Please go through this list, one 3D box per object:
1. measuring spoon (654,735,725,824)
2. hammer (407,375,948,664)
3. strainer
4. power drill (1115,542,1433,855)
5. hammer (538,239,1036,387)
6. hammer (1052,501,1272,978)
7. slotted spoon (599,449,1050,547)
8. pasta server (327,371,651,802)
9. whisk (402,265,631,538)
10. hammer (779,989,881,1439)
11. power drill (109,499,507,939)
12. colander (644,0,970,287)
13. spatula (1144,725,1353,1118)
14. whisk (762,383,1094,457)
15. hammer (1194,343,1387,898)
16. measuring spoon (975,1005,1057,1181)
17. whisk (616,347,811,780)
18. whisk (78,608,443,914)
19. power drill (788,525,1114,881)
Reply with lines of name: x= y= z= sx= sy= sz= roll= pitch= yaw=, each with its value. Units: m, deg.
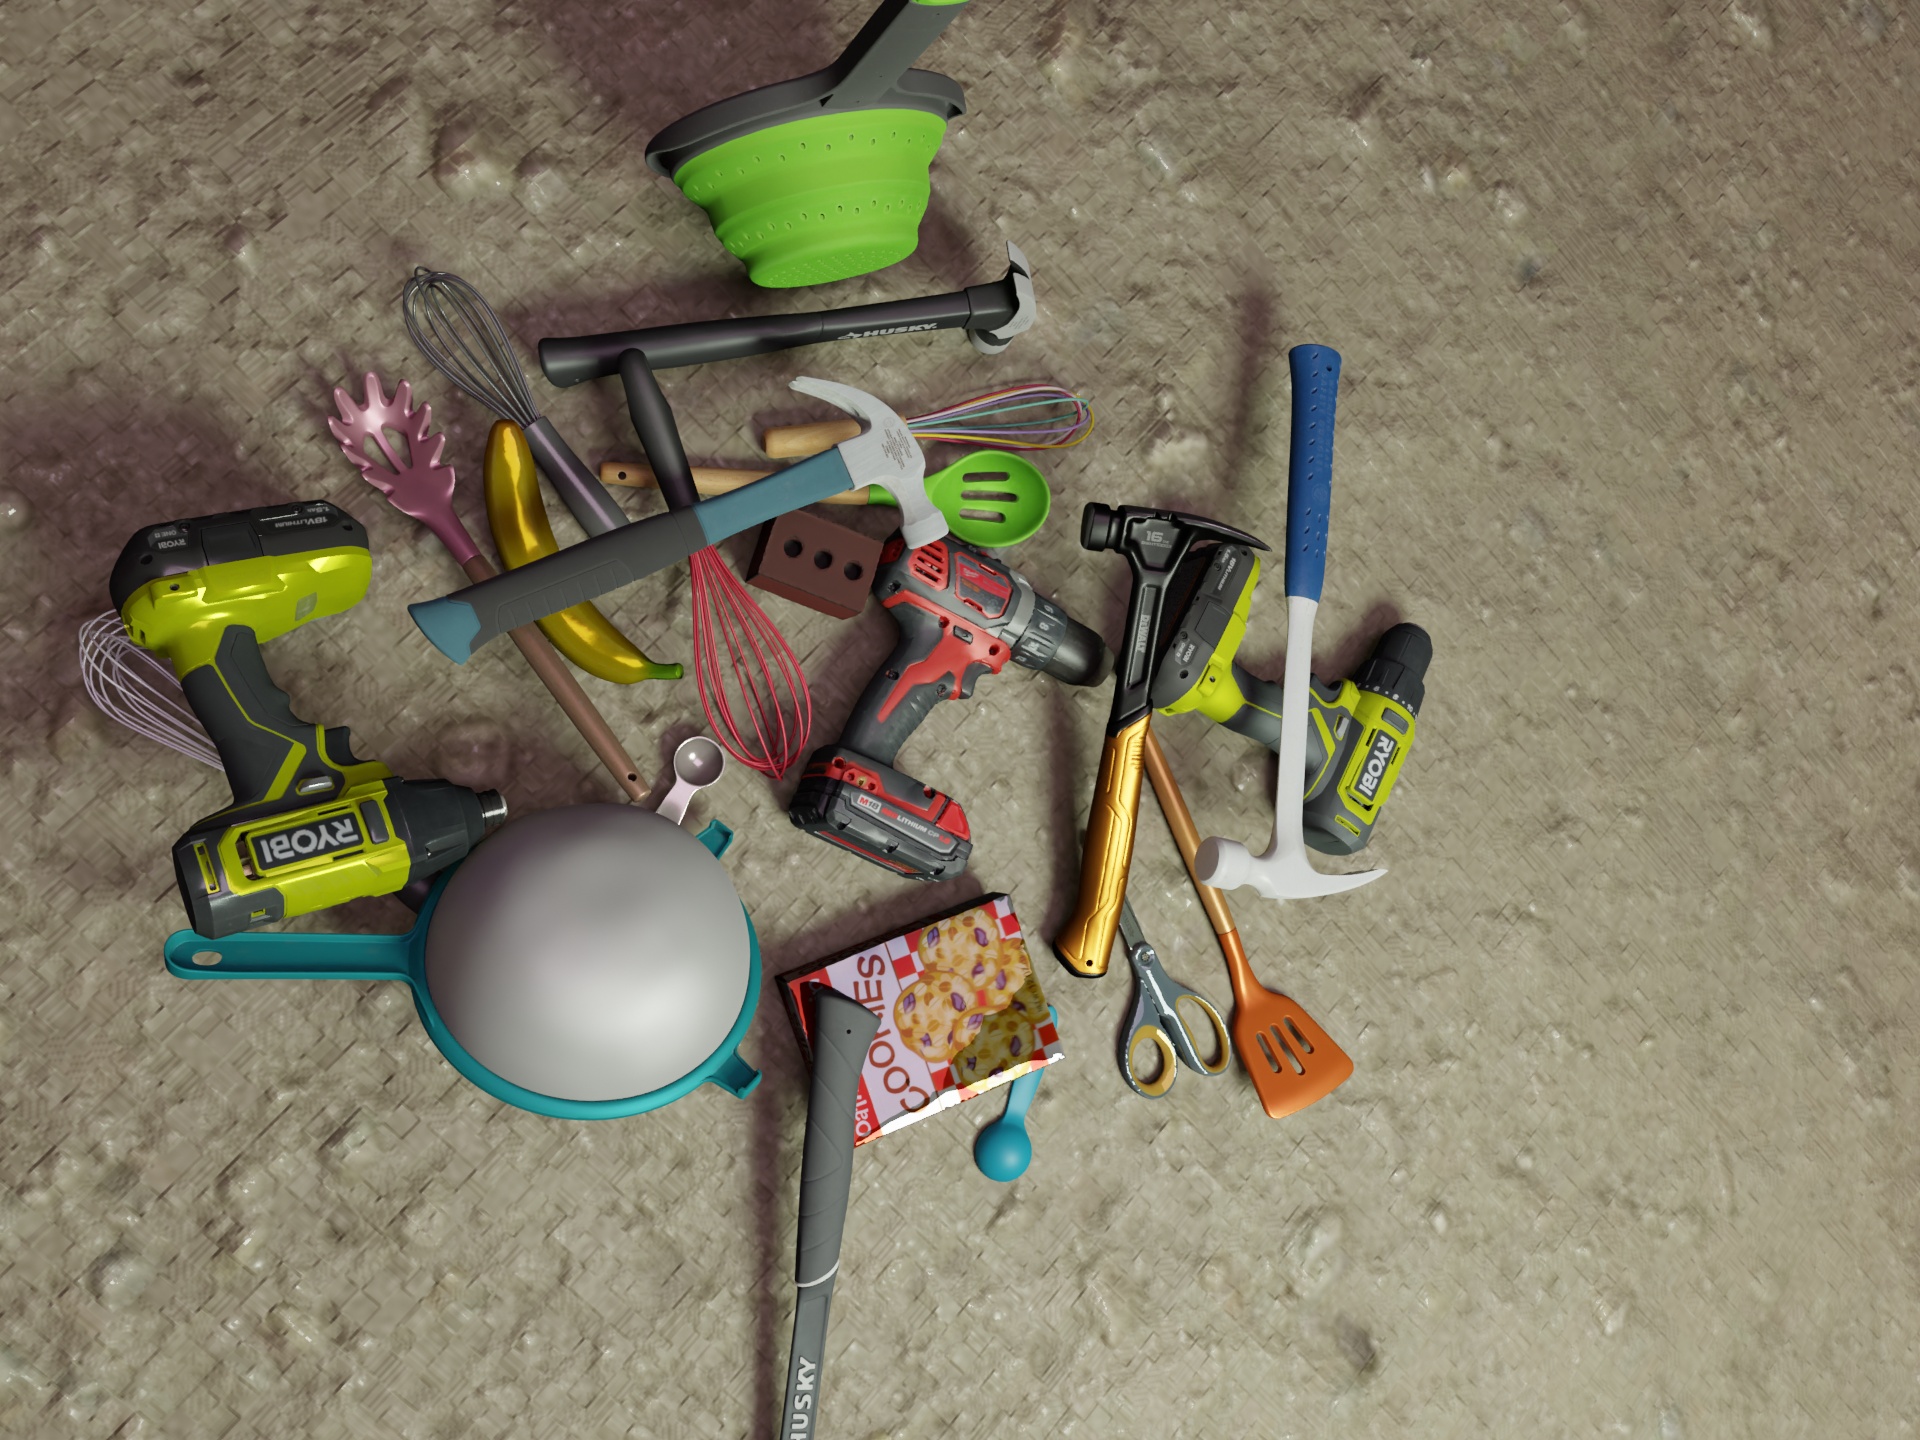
measuring spoon: x=-0.197 y=0.066 z=1.061 sx=0.034 sy=0.018 sz=0.124 roll=31 pitch=84 yaw=-13
hammer: x=-0.174 y=-0.114 z=0.984 sx=0.331 sy=0.033 sz=0.128 roll=-25 pitch=99 yaw=-17
strainer: x=-0.274 y=0.118 z=0.921 sx=0.340 sy=0.095 sz=0.211 roll=4 pitch=51 yaw=-21
power drill: x=0.247 y=-0.033 z=1.189 sx=0.228 sy=0.080 sz=0.191 roll=34 pitch=72 yaw=-17
hammer: x=-0.110 y=-0.261 z=1.059 sx=0.334 sy=0.146 sz=0.035 roll=-10 pitch=88 yaw=-12
hammer: x=0.121 y=0.022 z=1.103 sx=0.127 sy=0.034 sz=0.336 roll=8 pitch=105 yaw=-5
slotted spoon: x=-0.090 y=-0.162 z=1.102 sx=0.313 sy=0.031 sz=0.070 roll=2 pitch=107 yaw=-17
pasta server: x=-0.288 y=-0.080 z=0.988 sx=0.060 sy=0.040 sz=0.316 roll=-34 pitch=84 yaw=-23
whisk: x=-0.277 y=-0.189 z=1.029 sx=0.055 sy=0.055 sz=0.239 roll=-40 pitch=104 yaw=-17
hammer: x=-0.101 y=0.378 z=1.036 sx=0.149 sy=0.036 sz=0.409 roll=5 pitch=93 yaw=-17
power drill: x=-0.367 y=-0.005 z=0.892 sx=0.171 sy=0.080 sz=0.223 roll=-16 pitch=74 yaw=-31
colander: x=-0.060 y=-0.329 z=0.930 sx=0.204 sy=0.397 sz=0.094 roll=-14 pitch=97 yaw=-20
spatula: x=0.193 y=0.134 z=1.178 sx=0.081 sy=0.041 sz=0.322 roll=-25 pitch=94 yaw=-18
whisk: x=-0.018 y=-0.206 z=1.123 sx=0.245 sy=0.051 sz=0.047 roll=-9 pitch=96 yaw=-17
hammer: x=0.247 y=-0.073 z=1.133 sx=0.144 sy=0.035 sz=0.406 roll=13 pitch=75 yaw=-25
measuring spoon: x=0.047 y=0.265 z=1.128 sx=0.042 sy=0.021 sz=0.129 roll=23 pitch=79 yaw=-17
whisk: x=-0.164 y=-0.098 z=1.034 sx=0.073 sy=0.073 sz=0.295 roll=-23 pitch=103 yaw=-19
whisk: x=-0.409 y=0.037 z=0.963 sx=0.284 sy=0.070 sz=0.070 roll=43 pitch=74 yaw=-17
power drill: x=-0.002 y=-0.004 z=1.101 sx=0.187 sy=0.080 sz=0.227 roll=27 pitch=75 yaw=-20
